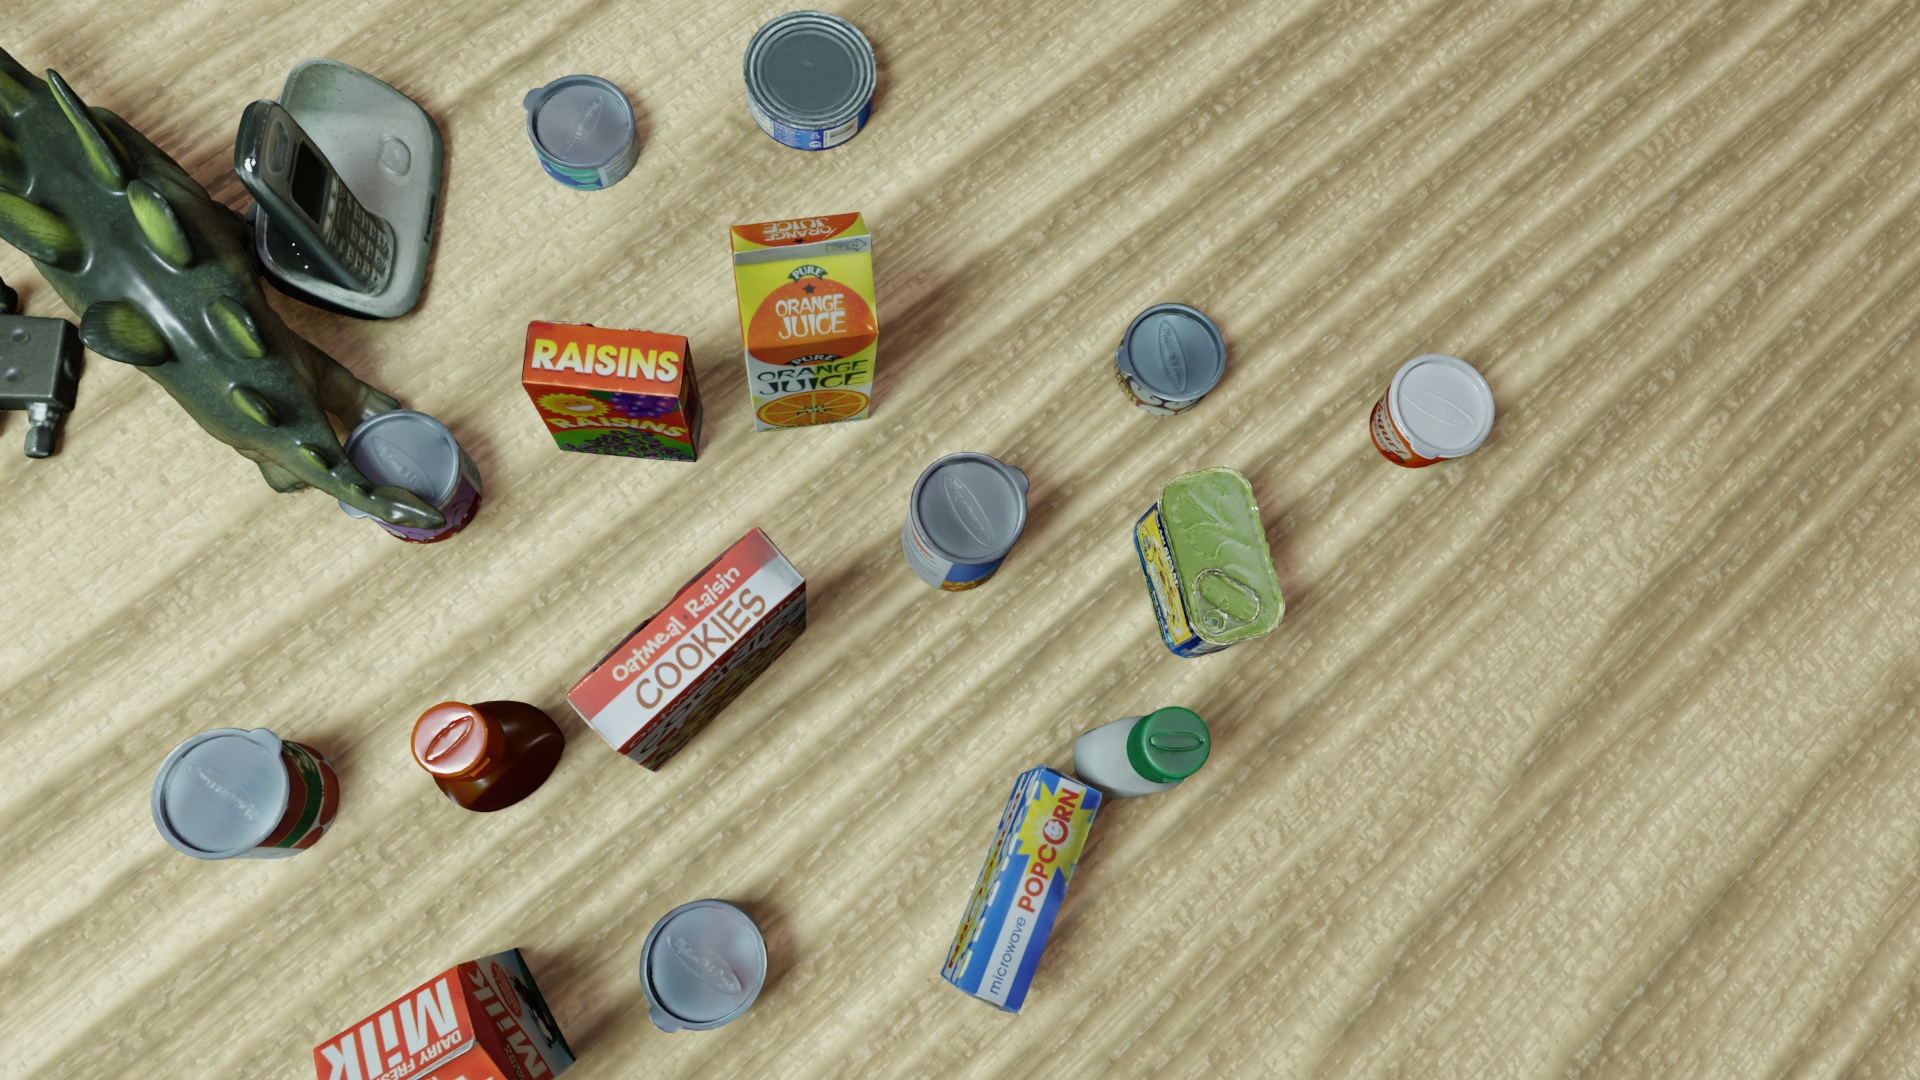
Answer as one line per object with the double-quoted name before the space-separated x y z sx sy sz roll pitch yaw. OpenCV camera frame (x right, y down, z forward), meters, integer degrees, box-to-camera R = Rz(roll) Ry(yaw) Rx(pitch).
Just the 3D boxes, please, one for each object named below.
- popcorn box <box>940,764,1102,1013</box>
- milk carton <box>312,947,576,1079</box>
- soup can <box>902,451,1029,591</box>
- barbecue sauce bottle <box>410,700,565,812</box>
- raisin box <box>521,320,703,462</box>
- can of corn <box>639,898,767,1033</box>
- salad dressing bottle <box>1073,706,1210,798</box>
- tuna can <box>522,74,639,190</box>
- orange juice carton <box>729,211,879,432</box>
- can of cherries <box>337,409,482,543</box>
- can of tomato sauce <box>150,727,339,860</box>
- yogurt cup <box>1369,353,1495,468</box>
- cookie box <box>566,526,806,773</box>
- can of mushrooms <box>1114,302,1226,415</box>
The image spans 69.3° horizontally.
"popcorn box" 0.032 0.193 0.774 0.038 0.085 0.127 23 75 0
"milk carton" -0.248 0.252 0.674 0.072 0.190 0.073 -30 82 -12
"soup can" 0.003 -0.010 0.820 0.071 0.083 0.071 1 77 -6
"barbecue sauce bottle" -0.250 0.111 0.730 0.044 0.148 0.065 44 76 5
"raisin box" -0.195 -0.083 0.796 0.086 0.123 0.040 5 76 -5
"can of corn" -0.140 0.232 0.759 0.071 0.058 0.071 1 77 -6
"salad dressing bottle" 0.102 0.118 0.767 0.064 0.147 0.044 2 77 -6
"tuna can" -0.241 -0.259 0.880 0.071 0.032 0.071 1 76 -6
"orange juice carton" -0.088 -0.126 0.782 0.072 0.192 0.073 -8 78 -8
"can of cherries" -0.319 -0.034 0.804 0.071 0.058 0.071 1 77 -6
"can of tomato sauce" -0.378 0.135 0.743 0.071 0.083 0.071 1 77 -6
"yogurt cup" 0.297 -0.079 0.885 0.072 0.054 0.072 1 77 -6
"cookie box" -0.140 0.063 0.744 0.123 0.167 0.040 -44 85 -14
"can of mushrooms" 0.130 -0.115 0.886 0.071 0.033 0.071 1 76 -6
